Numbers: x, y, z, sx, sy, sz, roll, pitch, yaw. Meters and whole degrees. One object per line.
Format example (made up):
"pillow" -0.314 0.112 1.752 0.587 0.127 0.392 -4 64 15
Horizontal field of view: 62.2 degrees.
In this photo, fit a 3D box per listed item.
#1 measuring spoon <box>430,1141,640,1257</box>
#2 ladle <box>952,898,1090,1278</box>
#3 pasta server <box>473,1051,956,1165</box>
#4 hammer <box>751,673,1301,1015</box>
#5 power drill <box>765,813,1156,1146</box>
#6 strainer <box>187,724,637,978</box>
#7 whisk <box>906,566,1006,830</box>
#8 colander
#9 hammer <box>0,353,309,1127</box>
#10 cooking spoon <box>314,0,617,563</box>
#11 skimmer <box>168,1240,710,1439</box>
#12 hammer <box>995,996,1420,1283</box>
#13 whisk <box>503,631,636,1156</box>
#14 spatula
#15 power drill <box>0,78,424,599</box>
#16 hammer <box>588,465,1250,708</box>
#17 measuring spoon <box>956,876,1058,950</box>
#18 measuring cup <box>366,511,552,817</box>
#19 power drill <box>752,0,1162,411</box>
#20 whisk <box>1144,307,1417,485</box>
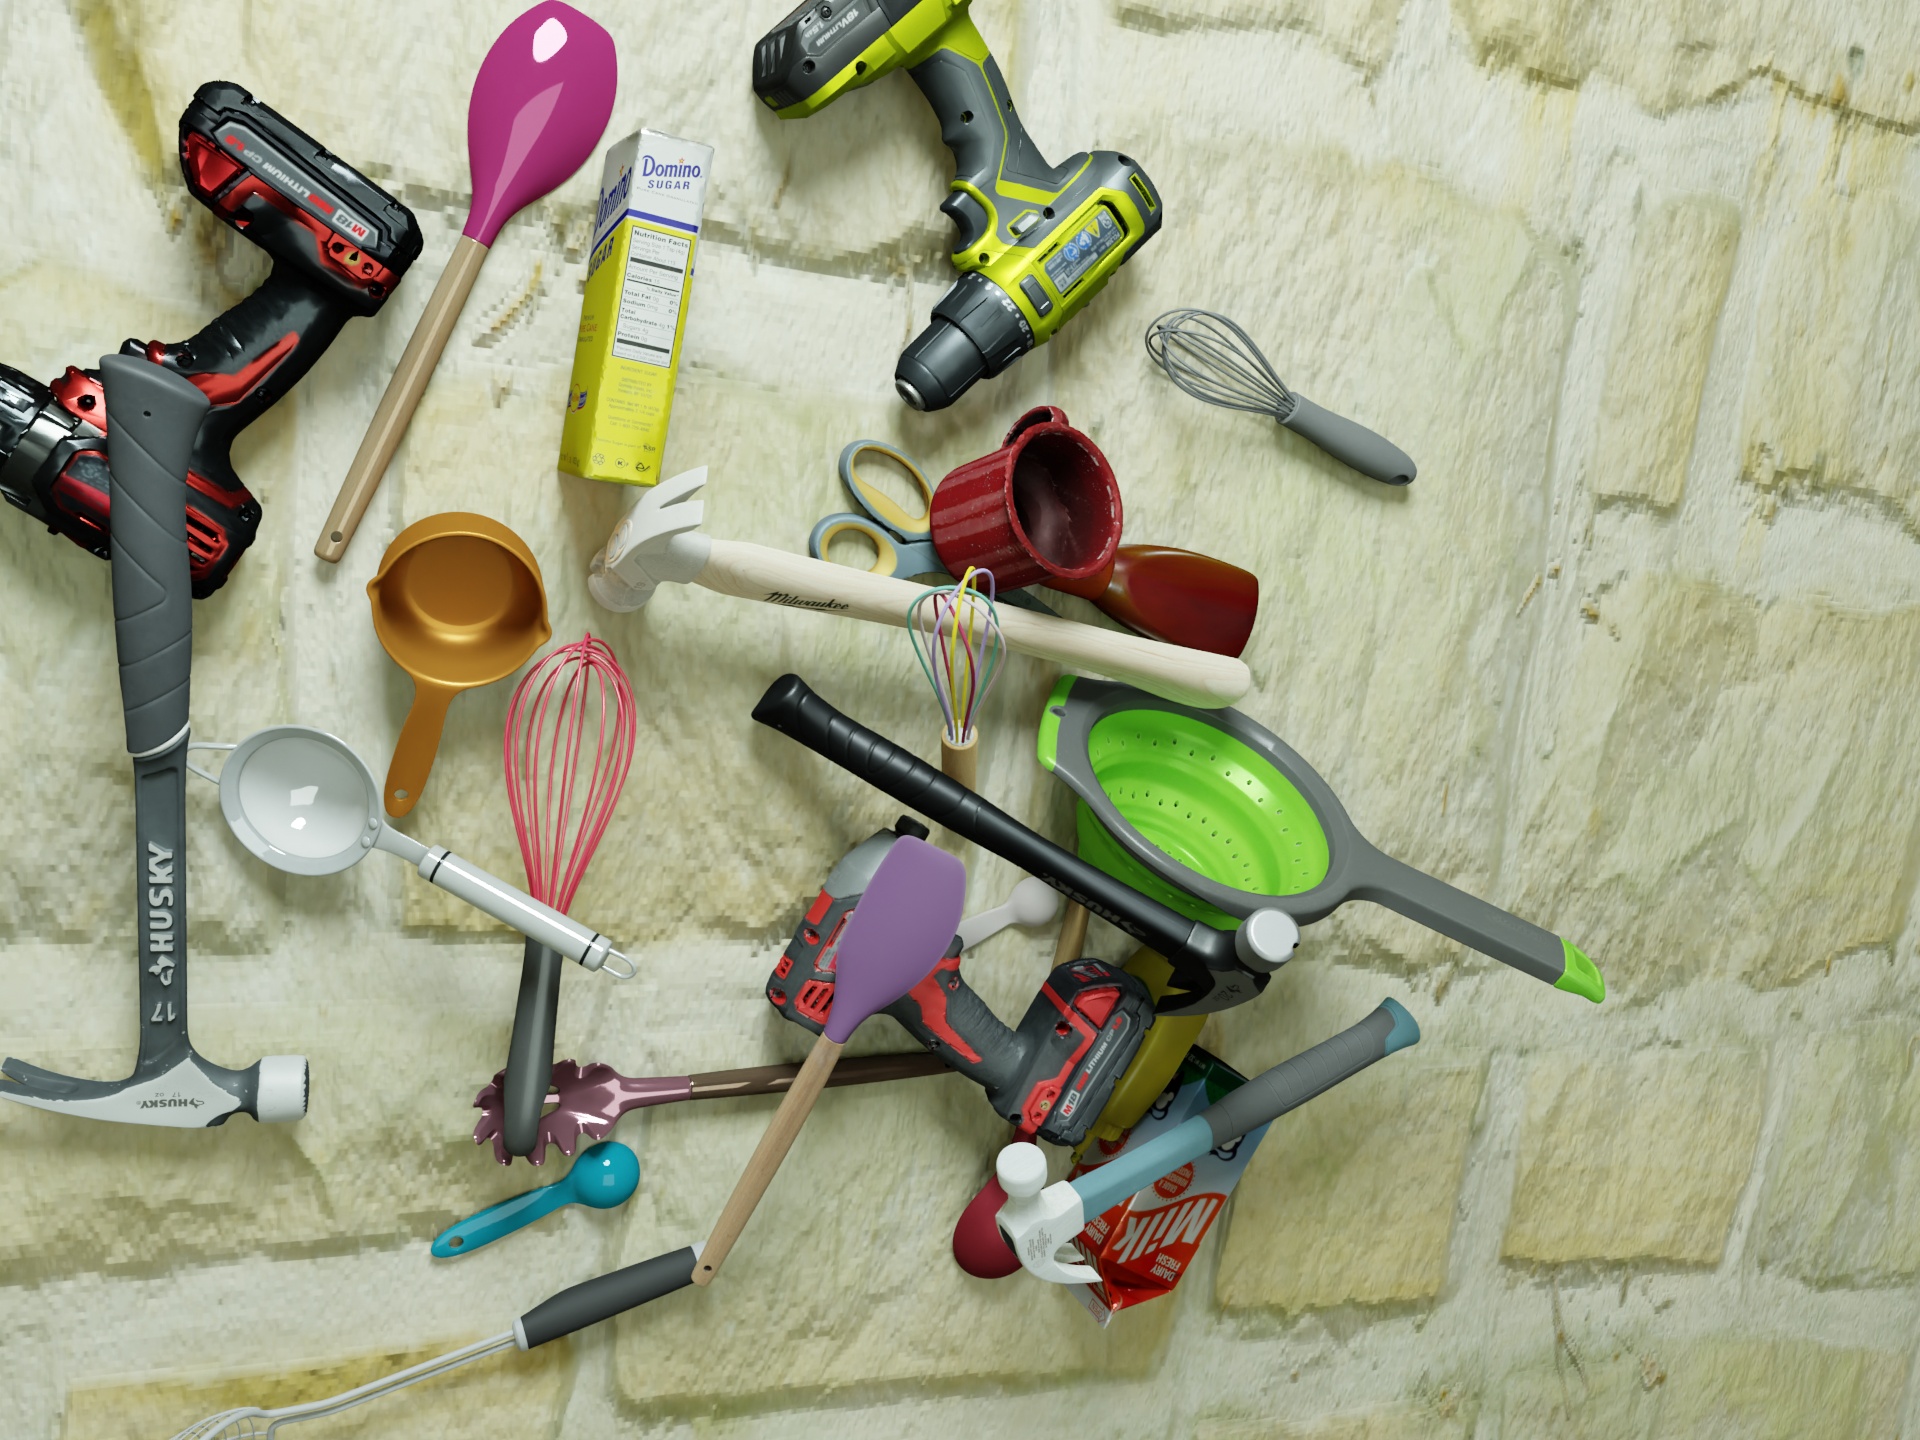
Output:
"measuring spoon" -0.252 0.294 0.951 0.128 0.021 0.042 -21 108 -20
"ladle" 0.055 0.233 1.072 0.069 0.031 0.315 11 95 -25
"pasta server" -0.139 0.225 0.979 0.316 0.040 0.060 0 90 -25
"hammer" 0.026 0.070 0.930 0.335 0.146 0.035 30 62 3
"power drill" 0.003 0.161 0.995 0.219 0.078 0.143 30 90 -15
"strainer" -0.286 0.072 0.843 0.258 0.050 0.087 29 109 -1
"whisk" -0.002 -0.001 0.915 0.051 0.047 0.244 -12 147 -9
"colander" 0.215 0.110 1.017 0.397 0.205 0.094 25 124 -3
"hammer" -0.399 0.027 0.782 0.149 0.036 0.408 2 112 -19
"cooking spoon" -0.266 -0.228 0.836 0.068 0.017 0.319 25 90 -25
"skimmer" -0.306 0.404 0.915 0.363 0.090 0.127 -16 139 -23
"hammer" 0.168 0.260 1.028 0.331 0.033 0.128 -22 127 -23
"whisk" -0.228 0.097 0.884 0.073 0.073 0.296 7 93 -25
"spatula" -0.084 0.210 0.947 0.059 0.018 0.316 28 102 -7
"power drill" -0.388 -0.193 0.761 0.187 0.080 0.227 34 90 -26
"hammer" 0.003 -0.062 0.925 0.410 0.146 0.038 11 72 -27
"measuring spoon" 0.012 0.139 1.036 0.124 0.018 0.034 -24 110 -16
"measuring cup" -0.282 -0.031 0.859 0.095 0.052 0.173 15 112 -24
"power drill" -0.010 -0.308 0.900 0.190 0.080 0.228 -45 117 -9
"whisk" 0.216 -0.206 1.038 0.238 0.055 0.055 21 92 -30
